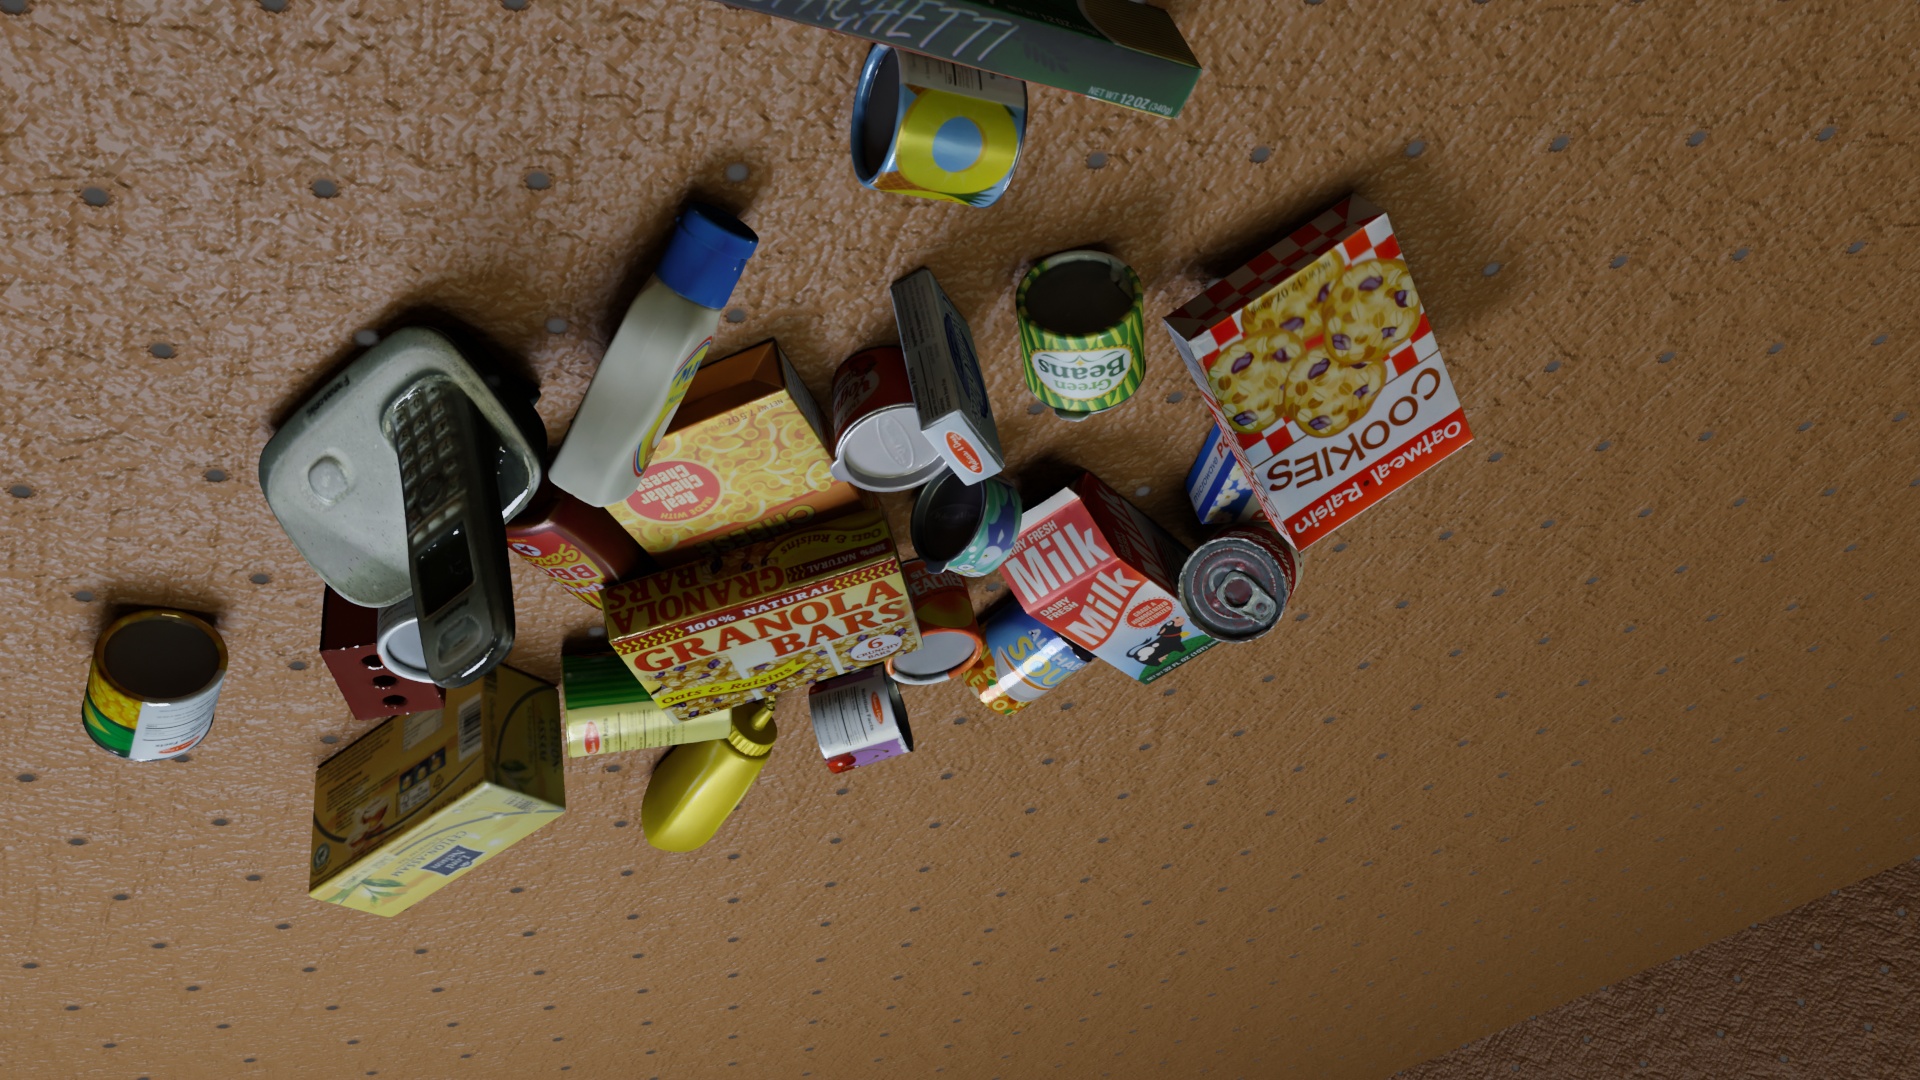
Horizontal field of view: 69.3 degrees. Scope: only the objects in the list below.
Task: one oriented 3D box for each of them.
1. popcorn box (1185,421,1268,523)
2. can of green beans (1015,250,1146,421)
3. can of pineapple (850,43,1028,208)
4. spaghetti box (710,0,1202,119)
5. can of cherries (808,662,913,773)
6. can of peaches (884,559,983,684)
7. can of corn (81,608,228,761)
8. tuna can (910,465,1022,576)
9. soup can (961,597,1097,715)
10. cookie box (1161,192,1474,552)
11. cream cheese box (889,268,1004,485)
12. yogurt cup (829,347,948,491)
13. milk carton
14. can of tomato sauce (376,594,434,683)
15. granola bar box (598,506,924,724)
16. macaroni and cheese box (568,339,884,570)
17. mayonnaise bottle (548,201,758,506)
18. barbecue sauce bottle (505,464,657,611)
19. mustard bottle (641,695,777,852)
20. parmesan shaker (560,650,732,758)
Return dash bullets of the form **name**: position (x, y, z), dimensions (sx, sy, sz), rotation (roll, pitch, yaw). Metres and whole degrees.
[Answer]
- **popcorn box**: position (0.203, -0.064, 0.867), dimensions (0.085, 0.038, 0.126), rotation (-1, 141, -17)
- **can of green beans**: position (0.064, -0.110, 0.729), dimensions (0.071, 0.071, 0.057), rotation (-15, 143, -2)
- **can of pineapple**: position (-0.011, -0.181, 0.607), dimensions (0.058, 0.071, 0.070), rotation (4, 139, -24)
- **spaghetti box**: position (-0.016, -0.221, 0.566), dimensions (0.250, 0.050, 0.028), rotation (5, 137, -26)
- **can of cherries**: position (-0.070, 0.128, 0.989), dimensions (0.058, 0.072, 0.071), rotation (-18, 144, 3)
- **can of peaches**: position (-0.022, 0.053, 0.916), dimensions (0.071, 0.058, 0.071), rotation (-10, 144, -8)
- **can of corn**: position (-0.453, 0.079, 0.779), dimensions (0.071, 0.071, 0.058), rotation (10, 135, -31)
- **tuna can**: position (0.003, -0.010, 0.832), dimensions (0.033, 0.071, 0.071), rotation (21, 130, -40)
- **soup can**: position (0.049, 0.075, 0.961), dimensions (0.071, 0.071, 0.083), rotation (22, 129, -40)
- **cookie box**: position (0.204, -0.089, 0.779), dimensions (0.123, 0.040, 0.167), rotation (-33, 124, 4)
- **cream cheese box**: position (-0.007, -0.084, 0.704), dimensions (0.024, 0.104, 0.053), rotation (-23, 142, 14)
- **yogurt cup**: position (-0.039, -0.068, 0.755), dimensions (0.072, 0.054, 0.072), rotation (-11, 143, -8)
- **milk carton**: position (0.092, 0.021, 0.905), dimensions (0.072, 0.074, 0.190), rotation (-33, 141, 22)
- **can of tomato sauce**: position (-0.281, 0.027, 0.760), dimensions (0.071, 0.083, 0.070), rotation (-10, 143, -8)
- **granola bar box**: position (-0.111, 0.048, 0.818), dimensions (0.166, 0.039, 0.123), rotation (-17, 150, -2)
- **macaroni and cheese box**: position (-0.124, -0.027, 0.787), dimensions (0.124, 0.040, 0.165), rotation (-21, 143, 7)
- **mayonnaise bottle**: position (-0.145, -0.088, 0.663), dimensions (0.041, 0.065, 0.147), rotation (31, 109, -3)
- **barbecue sauce bottle**: position (-0.209, 0.011, 0.794), dimensions (0.065, 0.044, 0.148), rotation (3, 153, 24)
- **mustard bottle**: position (-0.173, 0.160, 0.995), dimensions (0.049, 0.065, 0.159), rotation (21, 126, -34)
- **parmesan shaker**: position (-0.205, 0.104, 0.905), dimensions (0.103, 0.071, 0.071), rotation (-5, 142, -16)
